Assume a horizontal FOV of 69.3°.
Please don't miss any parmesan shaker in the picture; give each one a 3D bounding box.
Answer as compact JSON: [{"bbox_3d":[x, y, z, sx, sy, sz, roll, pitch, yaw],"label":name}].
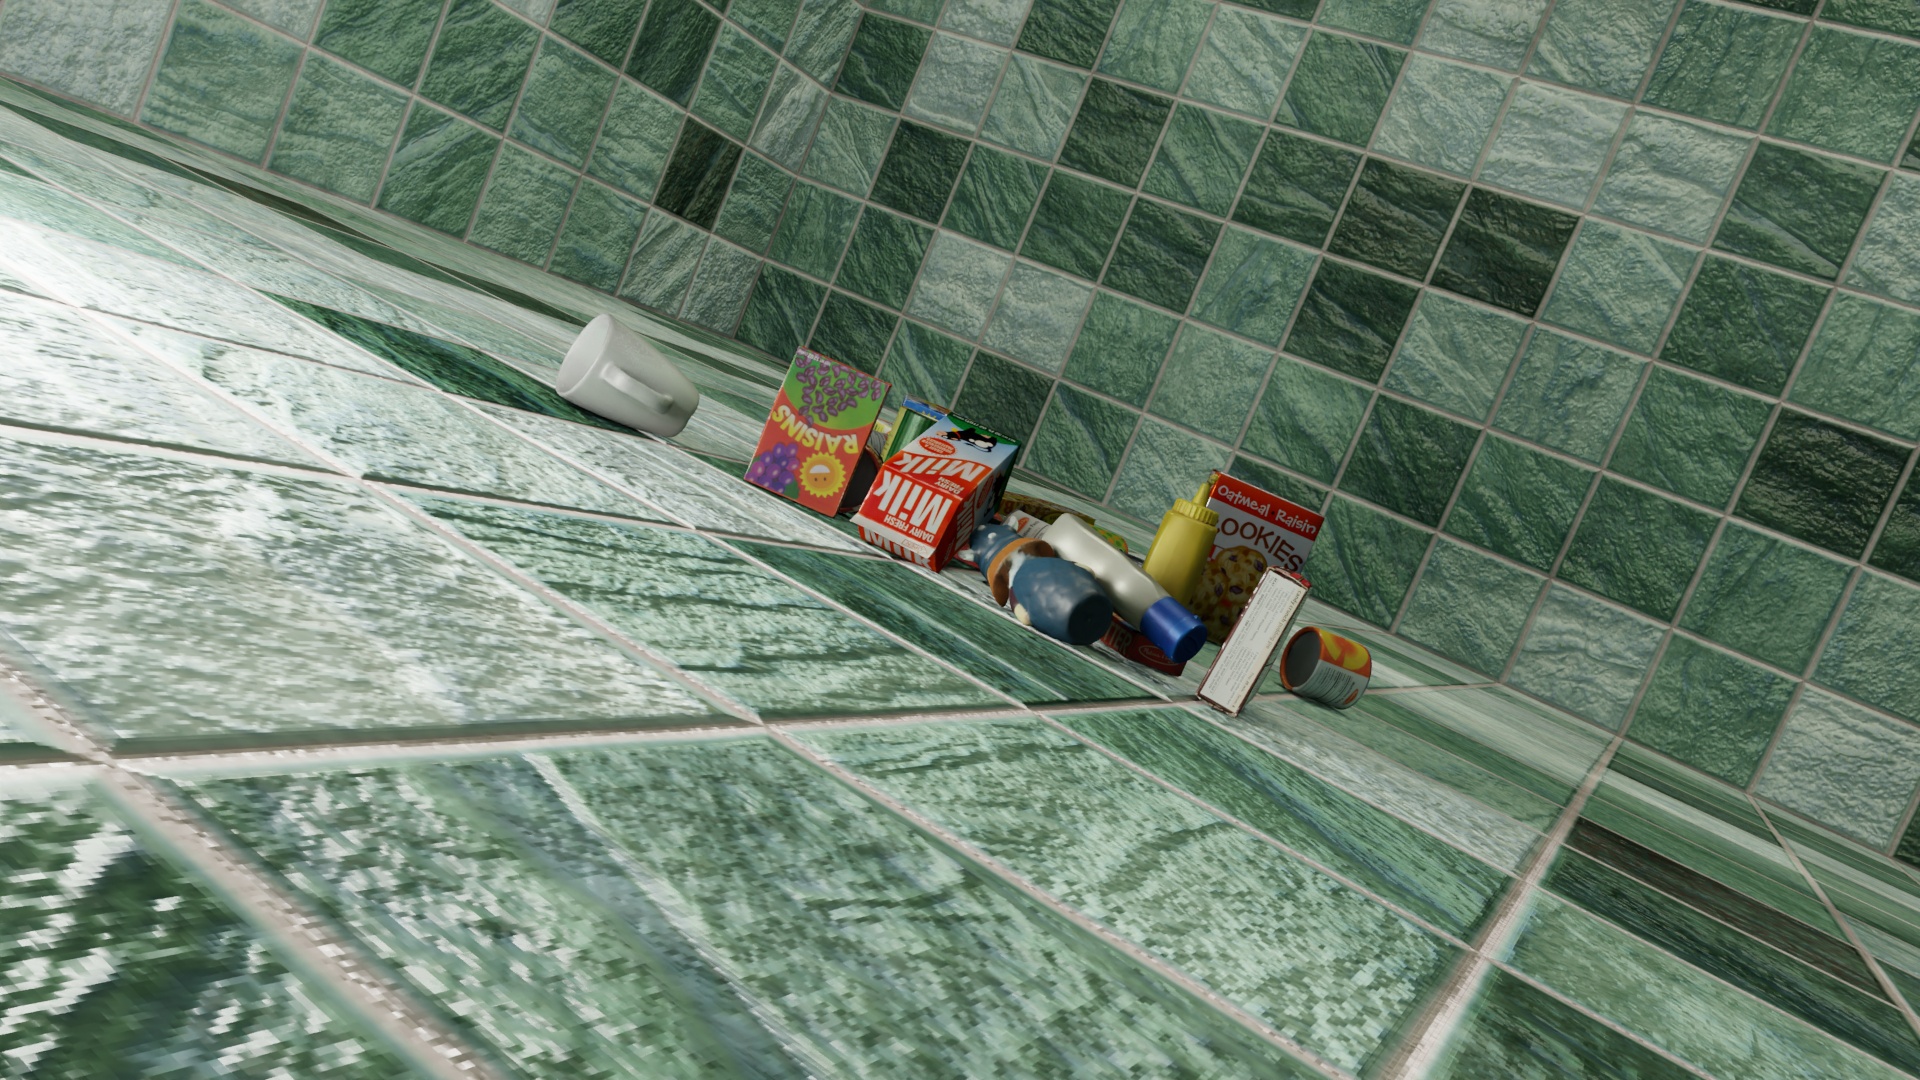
[{"bbox_3d":[-0.049,-0.075,1.387,0.071,0.103,0.071,23,6,-2],"label":"parmesan shaker"}]

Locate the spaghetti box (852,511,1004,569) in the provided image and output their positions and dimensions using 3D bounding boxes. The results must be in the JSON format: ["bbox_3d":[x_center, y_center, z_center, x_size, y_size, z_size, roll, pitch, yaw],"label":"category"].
[{"bbox_3d":[-0.045,-0.029,1.255,0.250,0.050,0.029,24,7,10],"label":"spaghetti box"}]

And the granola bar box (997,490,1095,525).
[{"bbox_3d":[0.050,-0.034,1.565,0.166,0.039,0.124,12,6,-29],"label":"granola bar box"}]

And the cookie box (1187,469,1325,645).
[{"bbox_3d":[0.288,0.025,1.449,0.123,0.167,0.040,23,5,-7],"label":"cookie box"}]

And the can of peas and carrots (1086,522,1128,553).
[{"bbox_3d":[0.130,0.018,1.418,0.059,0.071,0.071,21,6,-26],"label":"can of peas and carrots"}]

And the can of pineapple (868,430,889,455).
[{"bbox_3d":[-0.111,-0.087,1.454,0.058,0.071,0.071,18,8,-41],"label":"can of pineapple"}]

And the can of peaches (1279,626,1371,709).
[{"bbox_3d":[0.344,0.119,1.316,0.058,0.071,0.071,20,6,-18],"label":"can of peaches"}]

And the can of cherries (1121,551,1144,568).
[{"bbox_3d":[0.171,0.050,1.325,0.071,0.058,0.071,24,5,-2],"label":"can of cherries"}]

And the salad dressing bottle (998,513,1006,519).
[{"bbox_3d":[0.020,-0.011,1.358,0.148,0.044,0.064,20,5,-21],"label":"salad dressing bottle"}]

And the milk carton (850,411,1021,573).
[{"bbox_3d":[-0.021,-0.036,1.142,0.072,0.073,0.191,25,28,12],"label":"milk carton"}]

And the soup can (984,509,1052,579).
[{"bbox_3d":[0.071,0.022,1.178,0.084,0.071,0.071,26,6,19],"label":"soup can"}]

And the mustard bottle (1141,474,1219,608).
[{"bbox_3d":[0.187,0.015,1.202,0.049,0.160,0.065,23,4,16],"label":"mustard bottle"}]

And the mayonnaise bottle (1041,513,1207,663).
[{"bbox_3d":[0.127,0.037,1.069,0.148,0.041,0.064,43,1,38],"label":"mayonnaise bottle"}]

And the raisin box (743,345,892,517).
[{"bbox_3d":[-0.121,-0.093,1.180,0.086,0.123,0.040,23,6,-4],"label":"raisin box"}]

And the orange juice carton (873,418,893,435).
[{"bbox_3d":[-0.076,-0.091,1.562,0.072,0.073,0.193,20,7,-28],"label":"orange juice carton"}]

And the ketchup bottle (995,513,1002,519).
[{"bbox_3d":[0.005,-0.016,1.289,0.149,0.065,0.043,32,-10,6],"label":"ketchup bottle"}]

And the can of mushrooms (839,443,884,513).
[{"bbox_3d":[-0.098,-0.058,1.224,0.071,0.071,0.033,23,6,0],"label":"can of mushrooms"}]

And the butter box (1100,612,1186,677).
[{"bbox_3d":[0.138,0.077,1.124,0.053,0.024,0.103,21,7,-24],"label":"butter box"}]

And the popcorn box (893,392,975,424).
[{"bbox_3d":[-0.027,-0.122,1.484,0.085,0.038,0.127,24,7,-5],"label":"popcorn box"}]
